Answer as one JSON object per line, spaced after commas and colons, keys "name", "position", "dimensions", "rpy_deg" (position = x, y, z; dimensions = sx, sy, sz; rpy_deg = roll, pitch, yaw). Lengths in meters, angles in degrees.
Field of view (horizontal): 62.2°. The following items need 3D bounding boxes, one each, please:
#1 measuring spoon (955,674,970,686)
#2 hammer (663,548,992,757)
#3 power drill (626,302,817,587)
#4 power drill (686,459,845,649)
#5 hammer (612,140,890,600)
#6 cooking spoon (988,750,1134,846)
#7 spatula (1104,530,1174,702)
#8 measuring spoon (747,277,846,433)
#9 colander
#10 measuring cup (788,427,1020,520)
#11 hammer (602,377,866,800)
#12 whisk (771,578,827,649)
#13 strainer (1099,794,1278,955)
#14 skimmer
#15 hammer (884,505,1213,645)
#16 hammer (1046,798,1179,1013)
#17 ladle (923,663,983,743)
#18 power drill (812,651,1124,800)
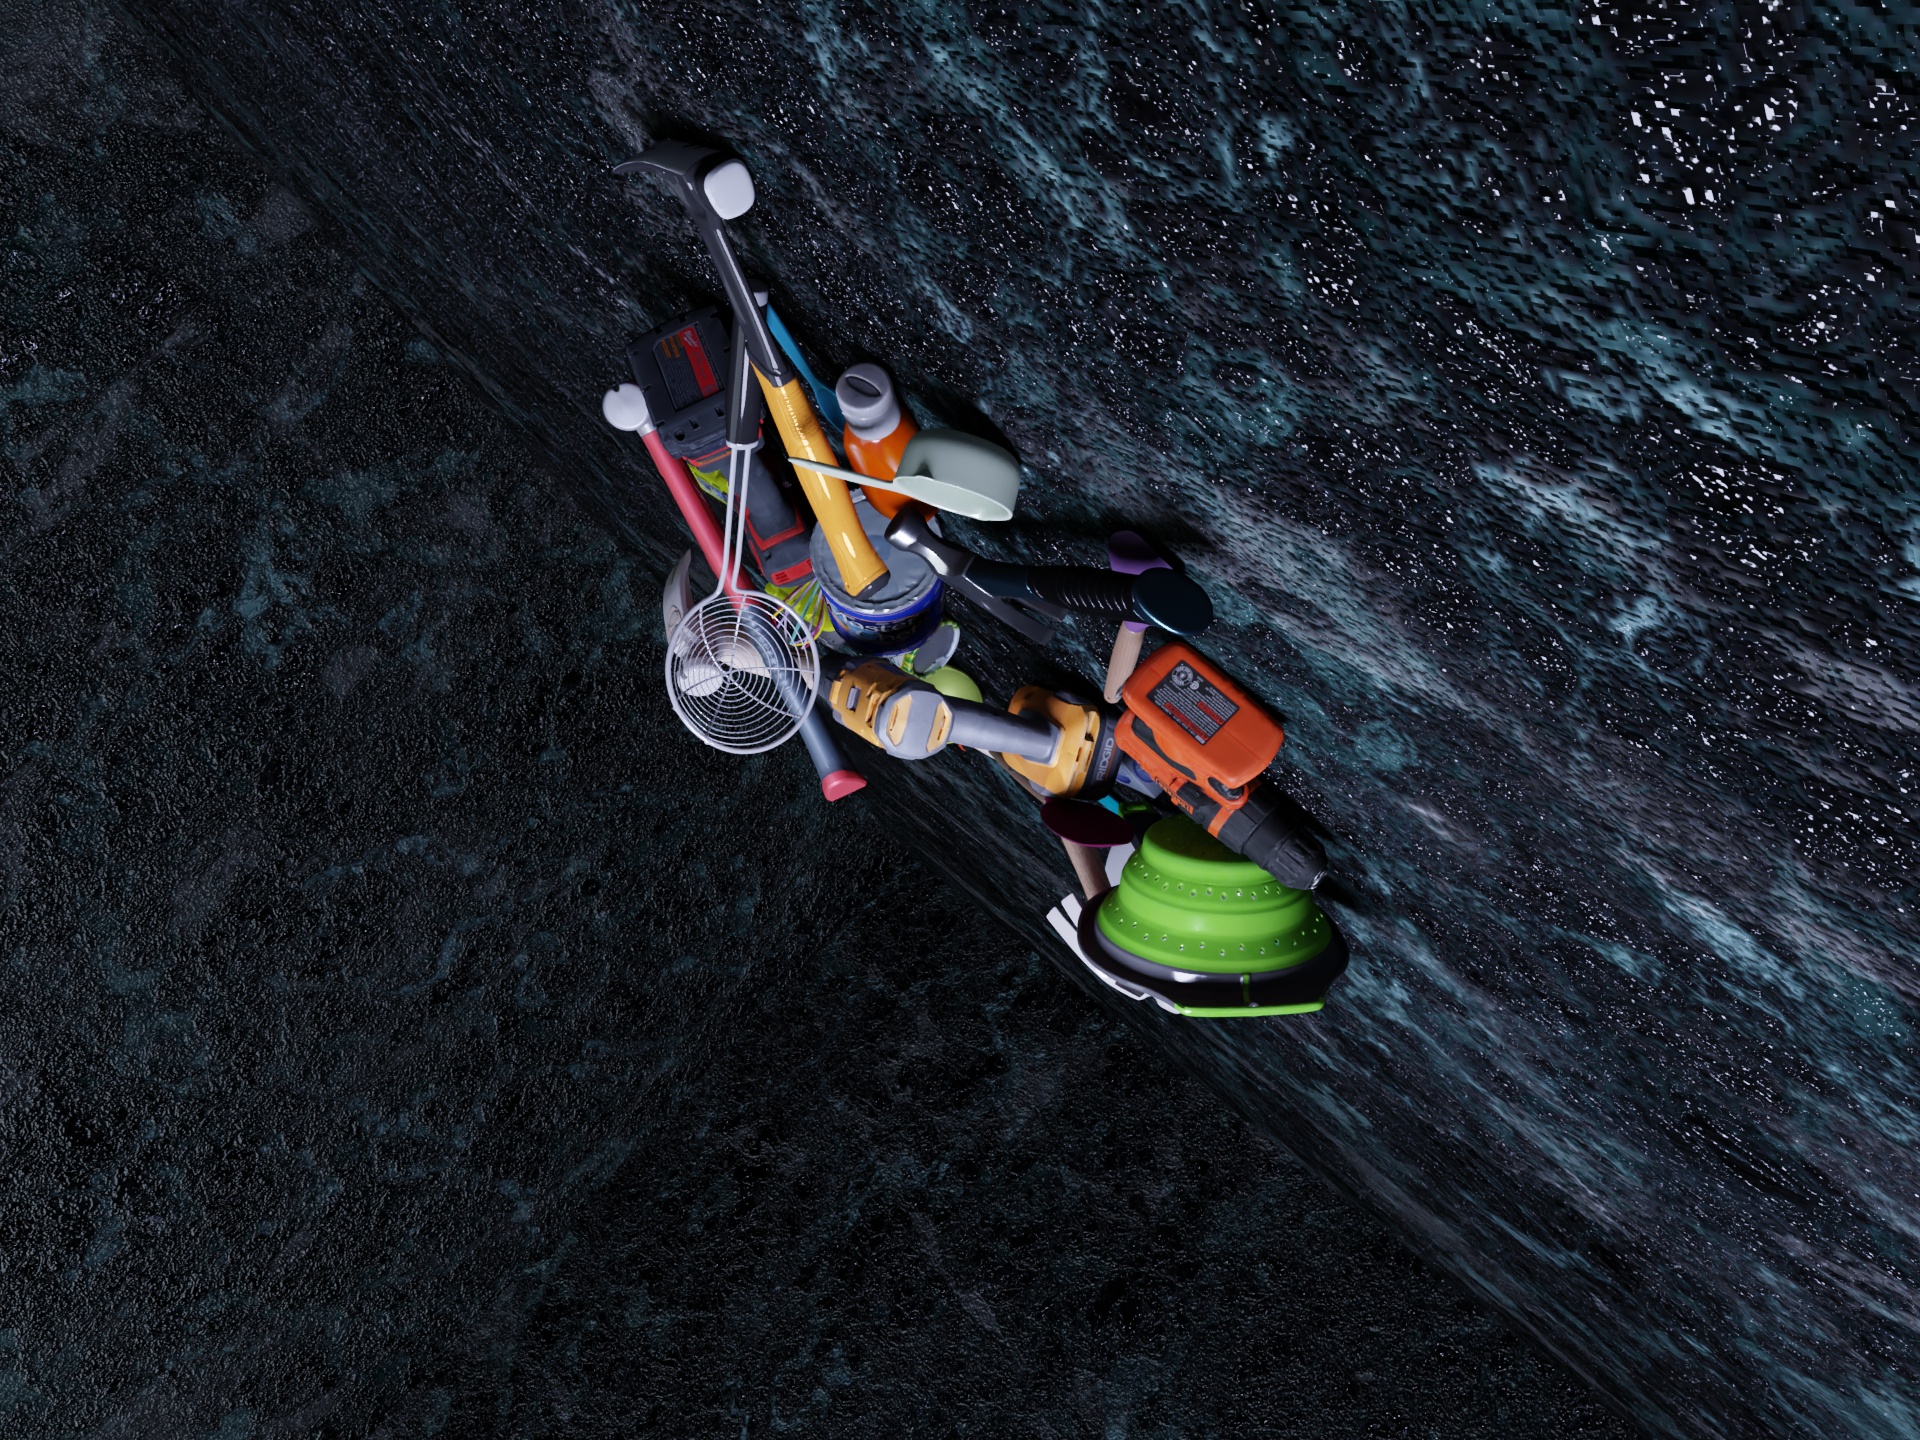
{"name": "measuring spoon", "position": [-0.028, -0.068, 1.656], "dimensions": [0.124, 0.018, 0.034], "rpy_deg": [38, 155, -6]}
{"name": "hammer", "position": [-0.092, -0.039, 1.487], "dimensions": [0.410, 0.038, 0.146], "rpy_deg": [19, -139, -37]}
{"name": "power drill", "position": [-0.184, -0.231, 1.279], "dimensions": [0.226, 0.080, 0.188], "rpy_deg": [62, -176, -61]}
{"name": "power drill", "position": [-0.170, -0.177, 1.561], "dimensions": [0.171, 0.080, 0.223], "rpy_deg": [35, 165, 44]}
{"name": "hammer", "position": [-0.121, -0.218, 1.050], "dimensions": [0.127, 0.034, 0.336], "rpy_deg": [32, 153, 46]}
{"name": "cooking spoon", "position": [0.071, 0.060, 1.344], "dimensions": [0.068, 0.017, 0.319], "rpy_deg": [1, -167, -15]}
{"name": "spatula", "position": [0.112, -0.059, 1.053], "dimensions": [0.060, 0.018, 0.315], "rpy_deg": [46, 171, 11]}
{"name": "measuring spoon", "position": [-0.105, -0.256, 1.106], "dimensions": [0.128, 0.021, 0.042], "rpy_deg": [55, 161, -13]}
{"name": "colander", "position": [0.182, 0.104, 1.272], "dimensions": [0.397, 0.204, 0.094], "rpy_deg": [-111, 20, -72]}
{"name": "measuring cup", "position": [-0.037, -0.163, 0.997], "dimensions": [0.168, 0.038, 0.083], "rpy_deg": [17, 176, 30]}
{"name": "hammer", "position": [-0.181, -0.109, 1.331], "dimensions": [0.386, 0.038, 0.143], "rpy_deg": [63, -174, -14]}
{"name": "whisk", "position": [-0.135, -0.128, 1.473], "dimensions": [0.047, 0.051, 0.245], "rpy_deg": [34, 147, -1]}
{"name": "strainer", "position": [0.163, 0.146, 1.542], "dimensions": [0.340, 0.095, 0.211], "rpy_deg": [41, 171, 3]}
{"name": "skimmer", "position": [-0.151, -0.137, 1.163], "dimensions": [0.090, 0.127, 0.363], "rpy_deg": [53, 145, 38]}
{"name": "hammer", "position": [0.057, -0.084, 0.983], "dimensions": [0.128, 0.033, 0.331], "rpy_deg": [34, 175, -22]}
{"name": "hammer", "position": [0.104, 0.108, 1.393], "dimensions": [0.130, 0.031, 0.332], "rpy_deg": [29, -154, -33]}
{"name": "ladle", "position": [-0.065, -0.096, 1.549], "dimensions": [0.319, 0.078, 0.062], "rpy_deg": [58, -174, -41]}
{"name": "power drill", "position": [-0.002, -0.004, 1.290], "dimensions": [0.226, 0.084, 0.185], "rpy_deg": [11, -172, -29]}
